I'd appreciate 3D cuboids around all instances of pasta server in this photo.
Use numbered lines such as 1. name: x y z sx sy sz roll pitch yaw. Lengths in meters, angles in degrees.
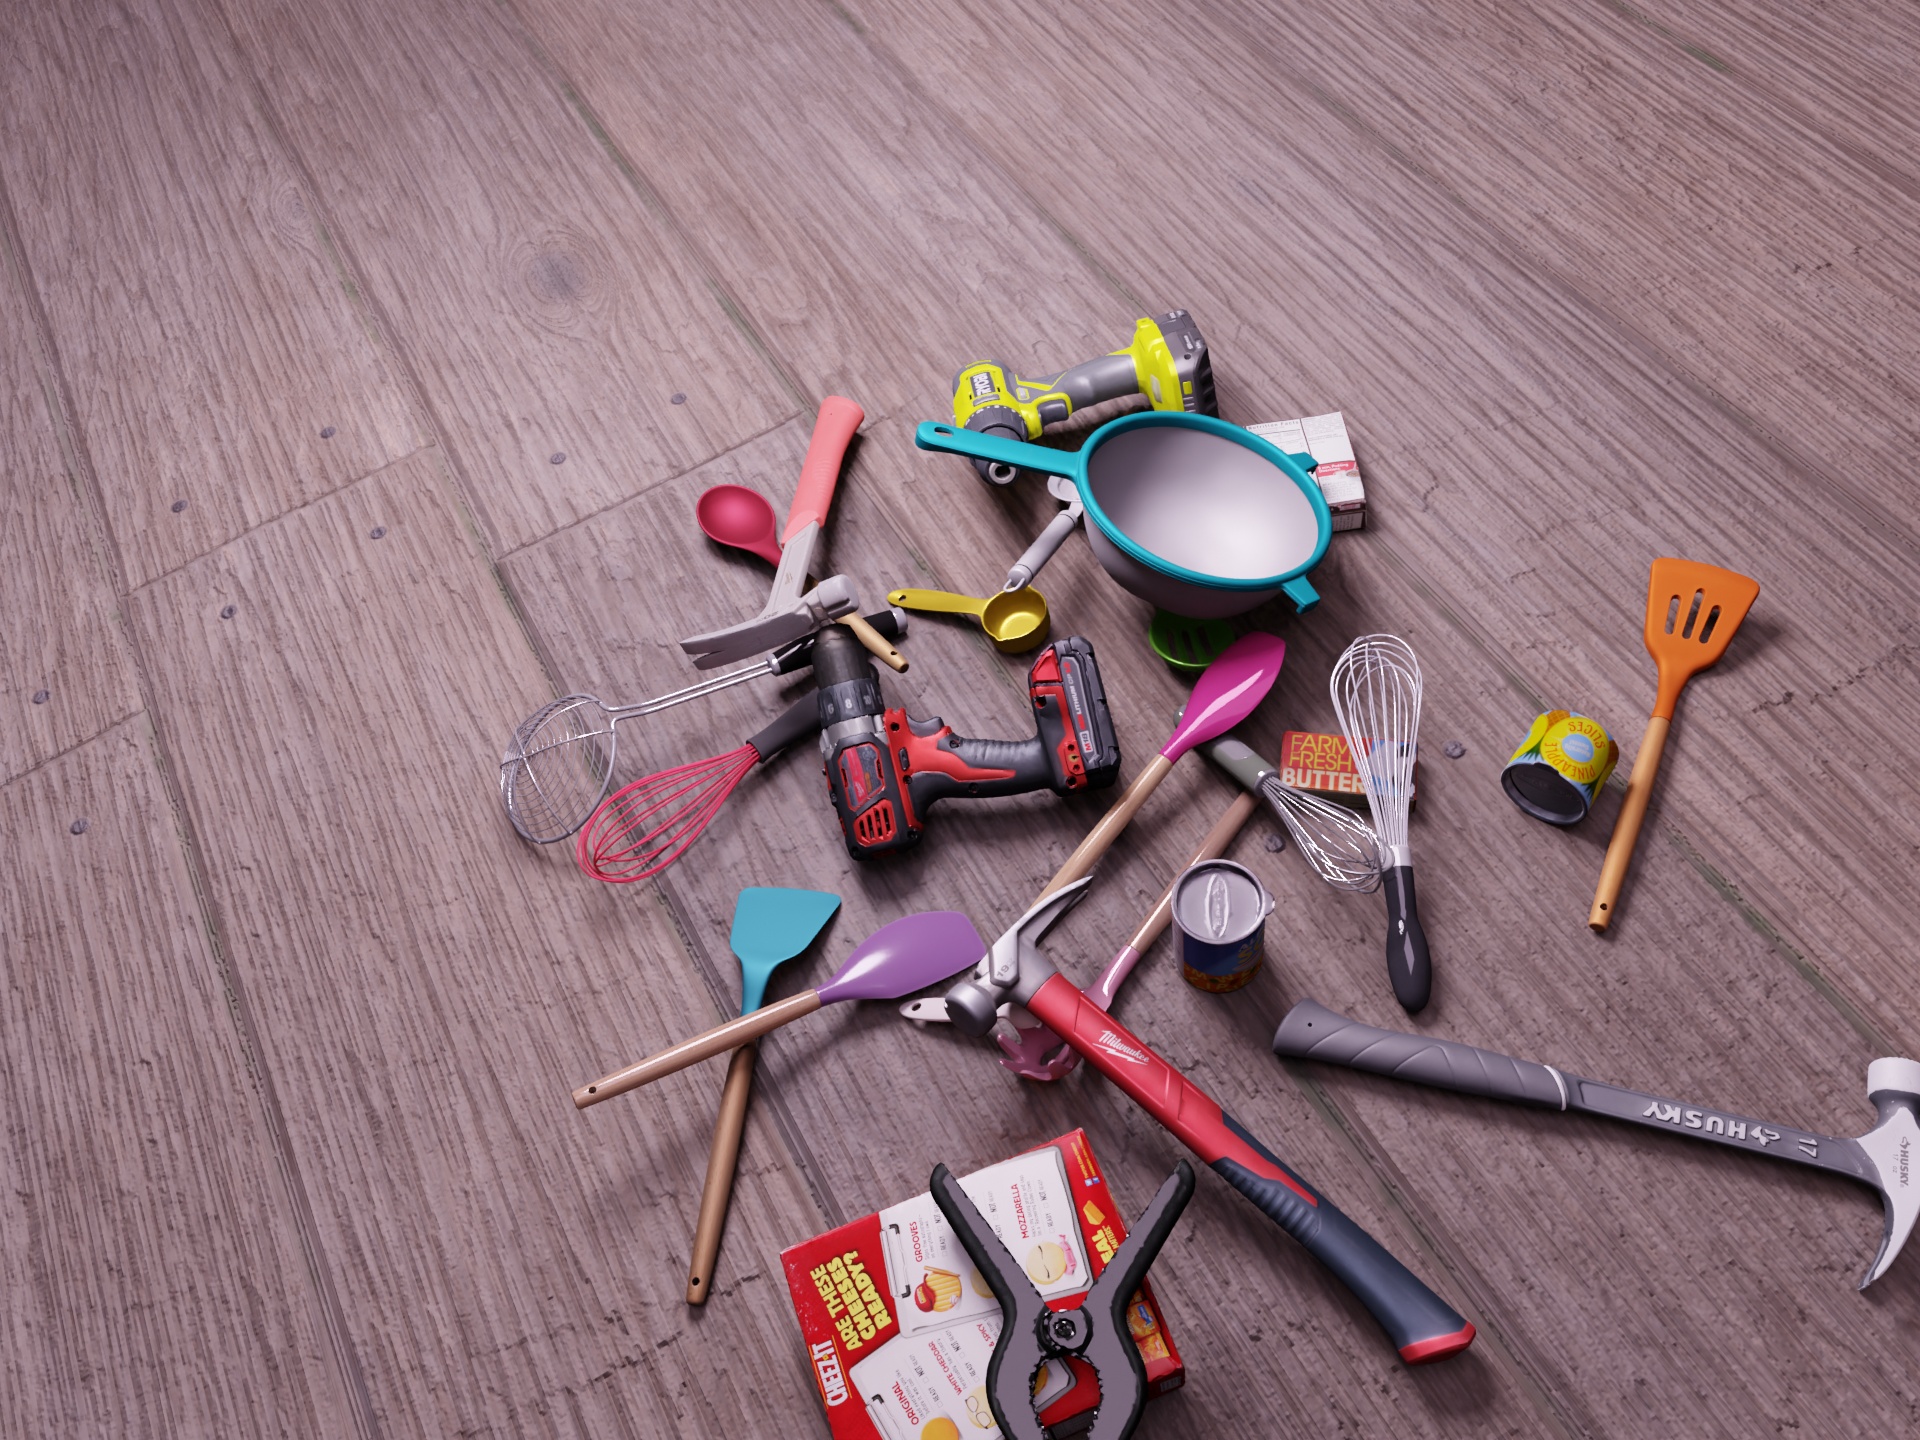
1. pasta server: 0.140 0.145 1.170 0.060 0.040 0.316 16 56 46

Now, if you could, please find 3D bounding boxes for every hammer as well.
1. hammer: 0.177 0.264 1.048 0.386 0.038 0.143 38 59 19
2. hammer: 0.413 0.253 1.052 0.409 0.036 0.149 10 59 17
3. hammer: -0.139 -0.178 1.378 0.149 0.036 0.359 -18 35 19

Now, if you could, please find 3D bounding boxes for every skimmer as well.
1. skimmer: -0.211 -0.007 1.339 0.363 0.090 0.127 -21 50 -17

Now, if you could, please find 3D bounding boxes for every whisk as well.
1. whisk: -0.182 0.037 1.288 0.296 0.073 0.073 -36 58 -23
2. whisk: 0.313 0.070 1.160 0.070 0.070 0.285 -4 70 7
3. whisk: 0.233 0.050 1.185 0.058 0.059 0.247 -21 37 -19

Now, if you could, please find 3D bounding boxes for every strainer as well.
1. strainer: 0.124 -0.166 1.291 0.340 0.095 0.211 13 47 -1
2. strainer: 0.092 -0.171 1.356 0.087 0.050 0.258 5 35 28

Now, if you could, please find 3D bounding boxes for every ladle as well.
1. ladle: -0.136 -0.123 1.379 0.069 0.031 0.316 -28 47 -23

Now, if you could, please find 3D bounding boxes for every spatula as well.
1. spatula: -0.156 0.260 1.153 0.082 0.044 0.318 3 61 11
2. spatula: -0.128 0.209 1.148 0.316 0.018 0.060 -21 58 -21
3. spatula: 0.520 0.015 1.191 0.081 0.041 0.323 19 62 20

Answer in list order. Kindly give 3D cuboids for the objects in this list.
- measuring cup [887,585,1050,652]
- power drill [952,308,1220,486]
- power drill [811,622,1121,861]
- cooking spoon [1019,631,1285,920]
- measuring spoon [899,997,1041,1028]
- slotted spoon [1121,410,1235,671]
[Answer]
1. measuring cup: 0.007 -0.091 1.367 0.156 0.029 0.062 11 58 30
2. power drill: 0.106 -0.280 1.407 0.228 0.080 0.191 -14 33 4
3. power drill: -0.002 -0.004 1.238 0.226 0.080 0.188 -14 81 2
4. cooking spoon: 0.141 0.049 1.217 0.319 0.017 0.069 -49 37 -11
5. measuring spoon: 0.008 0.203 1.142 0.124 0.018 0.034 -6 37 28
6. slotted spoon: 0.175 -0.159 1.377 0.070 0.031 0.314 -6 53 -4
